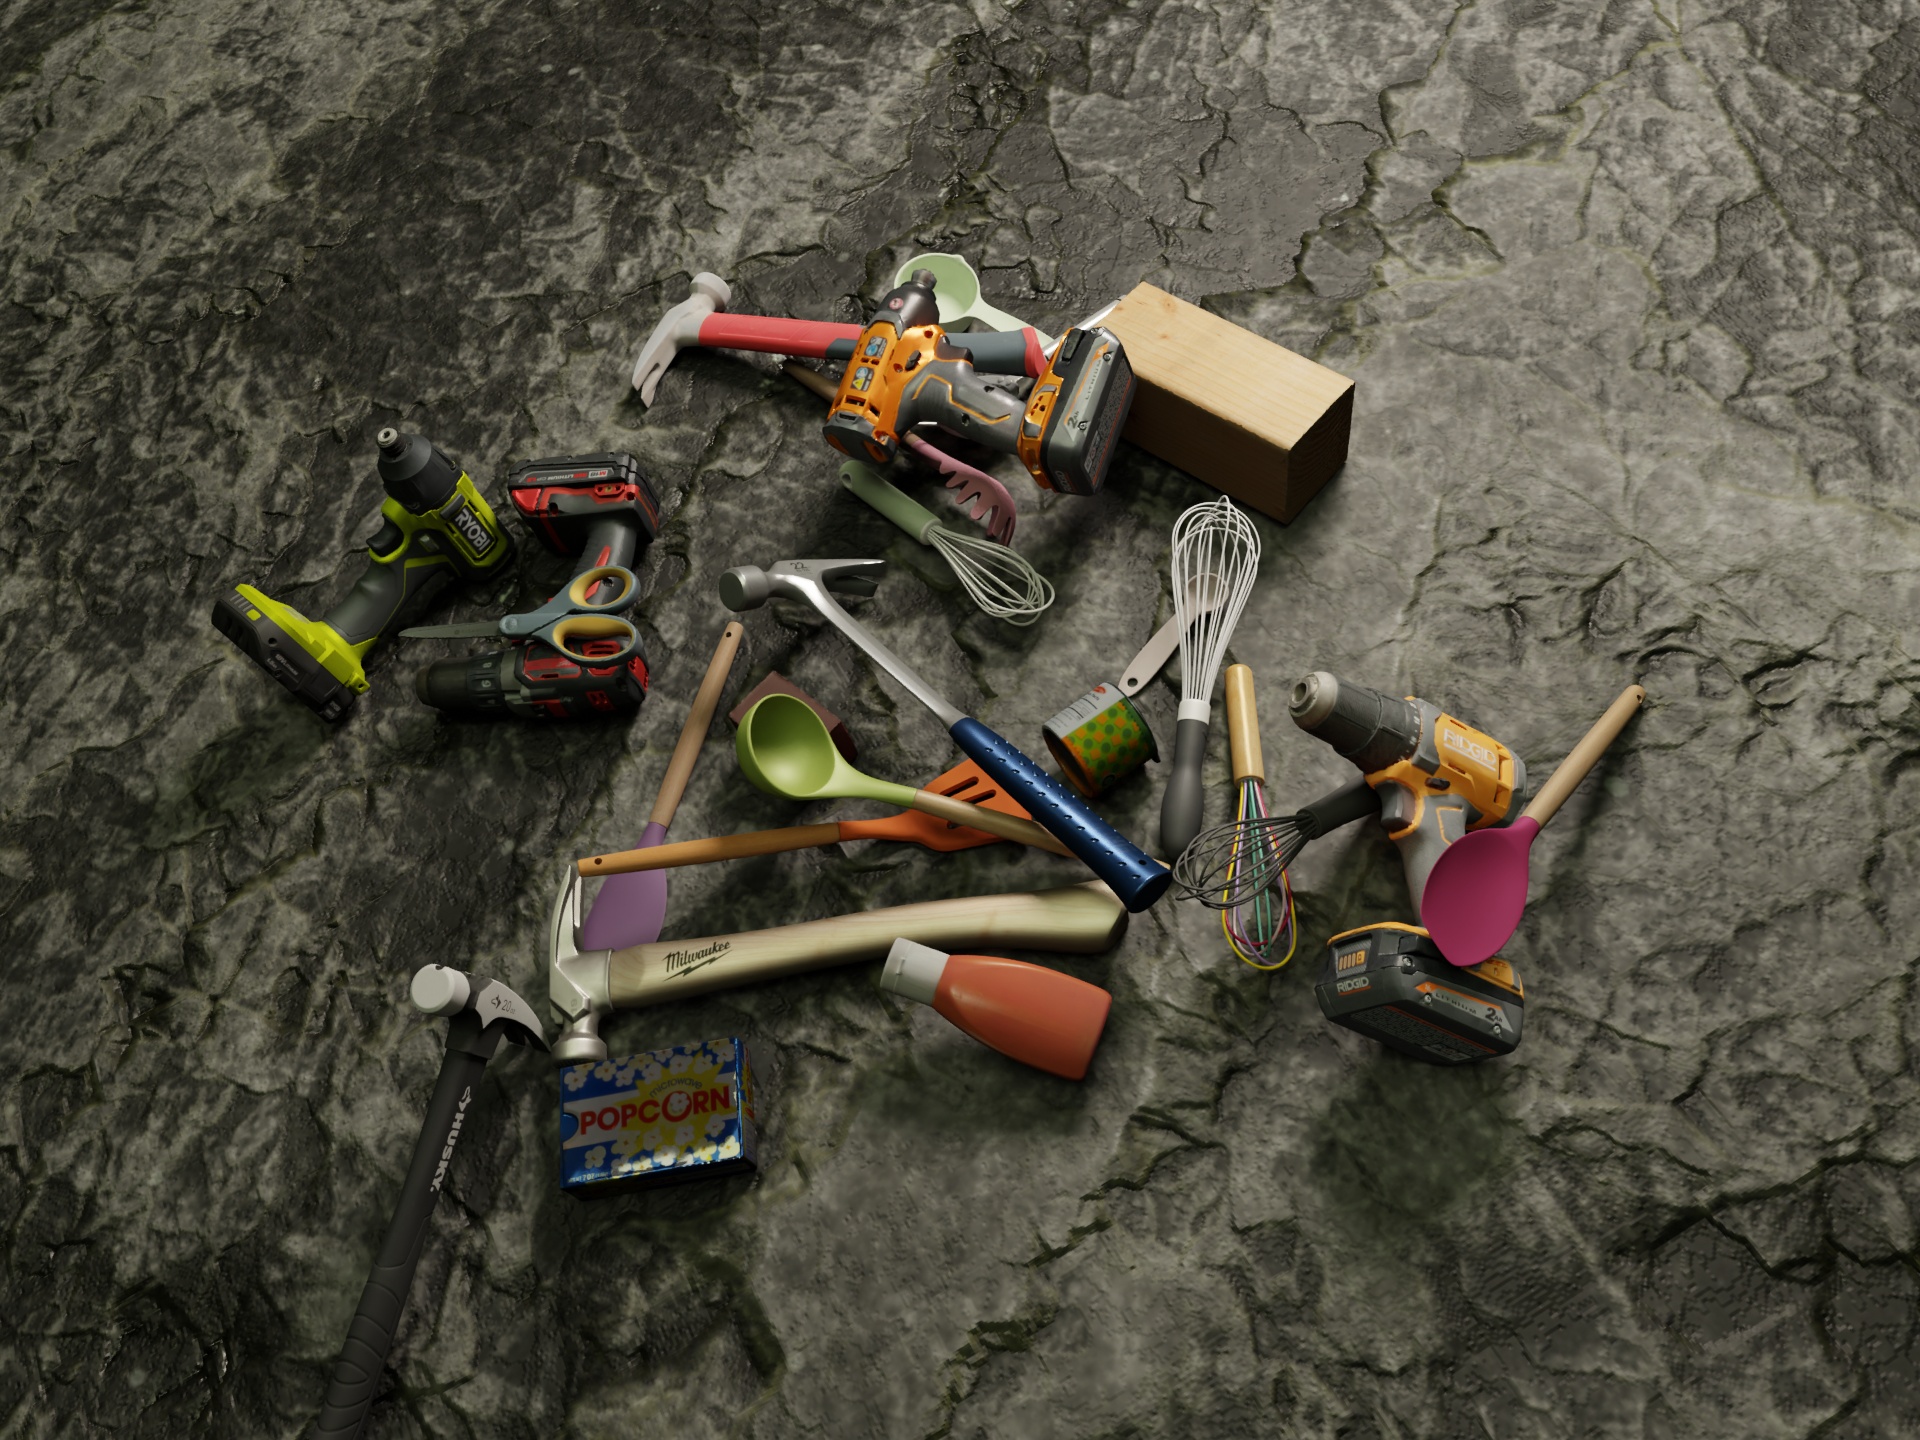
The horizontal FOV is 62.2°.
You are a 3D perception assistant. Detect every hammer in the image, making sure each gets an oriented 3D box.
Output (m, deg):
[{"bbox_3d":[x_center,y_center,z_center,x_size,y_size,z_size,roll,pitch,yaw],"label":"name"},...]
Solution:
[{"bbox_3d":[-0.088,0.147,1.120,0.410,0.038,0.146,-9,63,4],"label":"hammer"},{"bbox_3d":[-0.357,0.333,1.034,0.035,0.146,0.335,10,73,17],"label":"hammer"},{"bbox_3d":[-0.107,-0.317,1.380,0.386,0.038,0.143,12,62,27],"label":"hammer"},{"bbox_3d":[-0.002,-0.004,1.151,0.144,0.035,0.406,-14,46,-45],"label":"hammer"}]

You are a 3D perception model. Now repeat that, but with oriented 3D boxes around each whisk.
[{"bbox_3d":[0.202,0.062,1.118,0.047,0.051,0.245,-8,55,13],"label":"whisk"},{"bbox_3d":[0.232,0.071,1.065,0.239,0.055,0.055,-22,54,-33],"label":"whisk"},{"bbox_3d":[-0.017,-0.150,1.290,0.059,0.057,0.247,-27,50,-33],"label":"whisk"},{"bbox_3d":[0.174,-0.035,1.161,0.070,0.070,0.285,5,70,14],"label":"whisk"}]

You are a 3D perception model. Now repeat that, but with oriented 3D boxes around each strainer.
[{"bbox_3d":[0.063,-0.301,1.365,0.258,0.050,0.087,-36,39,-15],"label":"strainer"}]

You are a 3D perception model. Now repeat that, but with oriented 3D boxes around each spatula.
[{"bbox_3d":[-0.221,0.059,1.218,0.060,0.018,0.316,9,62,15],"label":"spatula"},{"bbox_3d":[-0.112,0.079,1.145,0.322,0.041,0.081,-8,57,-13],"label":"spatula"}]

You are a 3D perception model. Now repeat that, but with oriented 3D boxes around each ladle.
[{"bbox_3d":[-0.005,0.056,1.121,0.320,0.062,0.078,16,50,5],"label":"ladle"}]

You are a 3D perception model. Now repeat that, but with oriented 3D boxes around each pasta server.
[{"bbox_3d":[-0.058,-0.237,1.350,0.316,0.060,0.040,38,89,34],"label":"pasta server"}]

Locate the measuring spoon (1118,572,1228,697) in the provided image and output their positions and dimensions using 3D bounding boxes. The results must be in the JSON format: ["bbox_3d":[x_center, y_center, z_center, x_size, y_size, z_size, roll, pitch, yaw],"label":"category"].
[{"bbox_3d":[0.161,-0.062,1.220,0.034,0.018,0.124,36,78,24],"label":"measuring spoon"}]

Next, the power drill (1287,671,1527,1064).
[{"bbox_3d":[0.281,0.085,1.018,0.185,0.084,0.226,25,59,-24],"label":"power drill"}]

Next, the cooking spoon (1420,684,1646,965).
[{"bbox_3d":[0.379,0.056,1.032,0.319,0.017,0.069,-37,94,-37],"label":"cooking spoon"}]

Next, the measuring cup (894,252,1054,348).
[{"bbox_3d":[0.017,-0.354,1.418,0.167,0.038,0.083,30,69,7],"label":"measuring cup"}]

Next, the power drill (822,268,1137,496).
[{"bbox_3d":[0.017,-0.271,1.252,0.226,0.084,0.164,15,78,22],"label":"power drill"}]

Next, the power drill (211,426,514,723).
[{"bbox_3d":[-0.484,-0.122,1.294,0.080,0.171,0.223,33,73,26],"label":"power drill"}]

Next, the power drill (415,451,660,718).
[{"bbox_3d":[-0.343,-0.104,1.309,0.188,0.080,0.227,-4,62,9],"label":"power drill"}]
